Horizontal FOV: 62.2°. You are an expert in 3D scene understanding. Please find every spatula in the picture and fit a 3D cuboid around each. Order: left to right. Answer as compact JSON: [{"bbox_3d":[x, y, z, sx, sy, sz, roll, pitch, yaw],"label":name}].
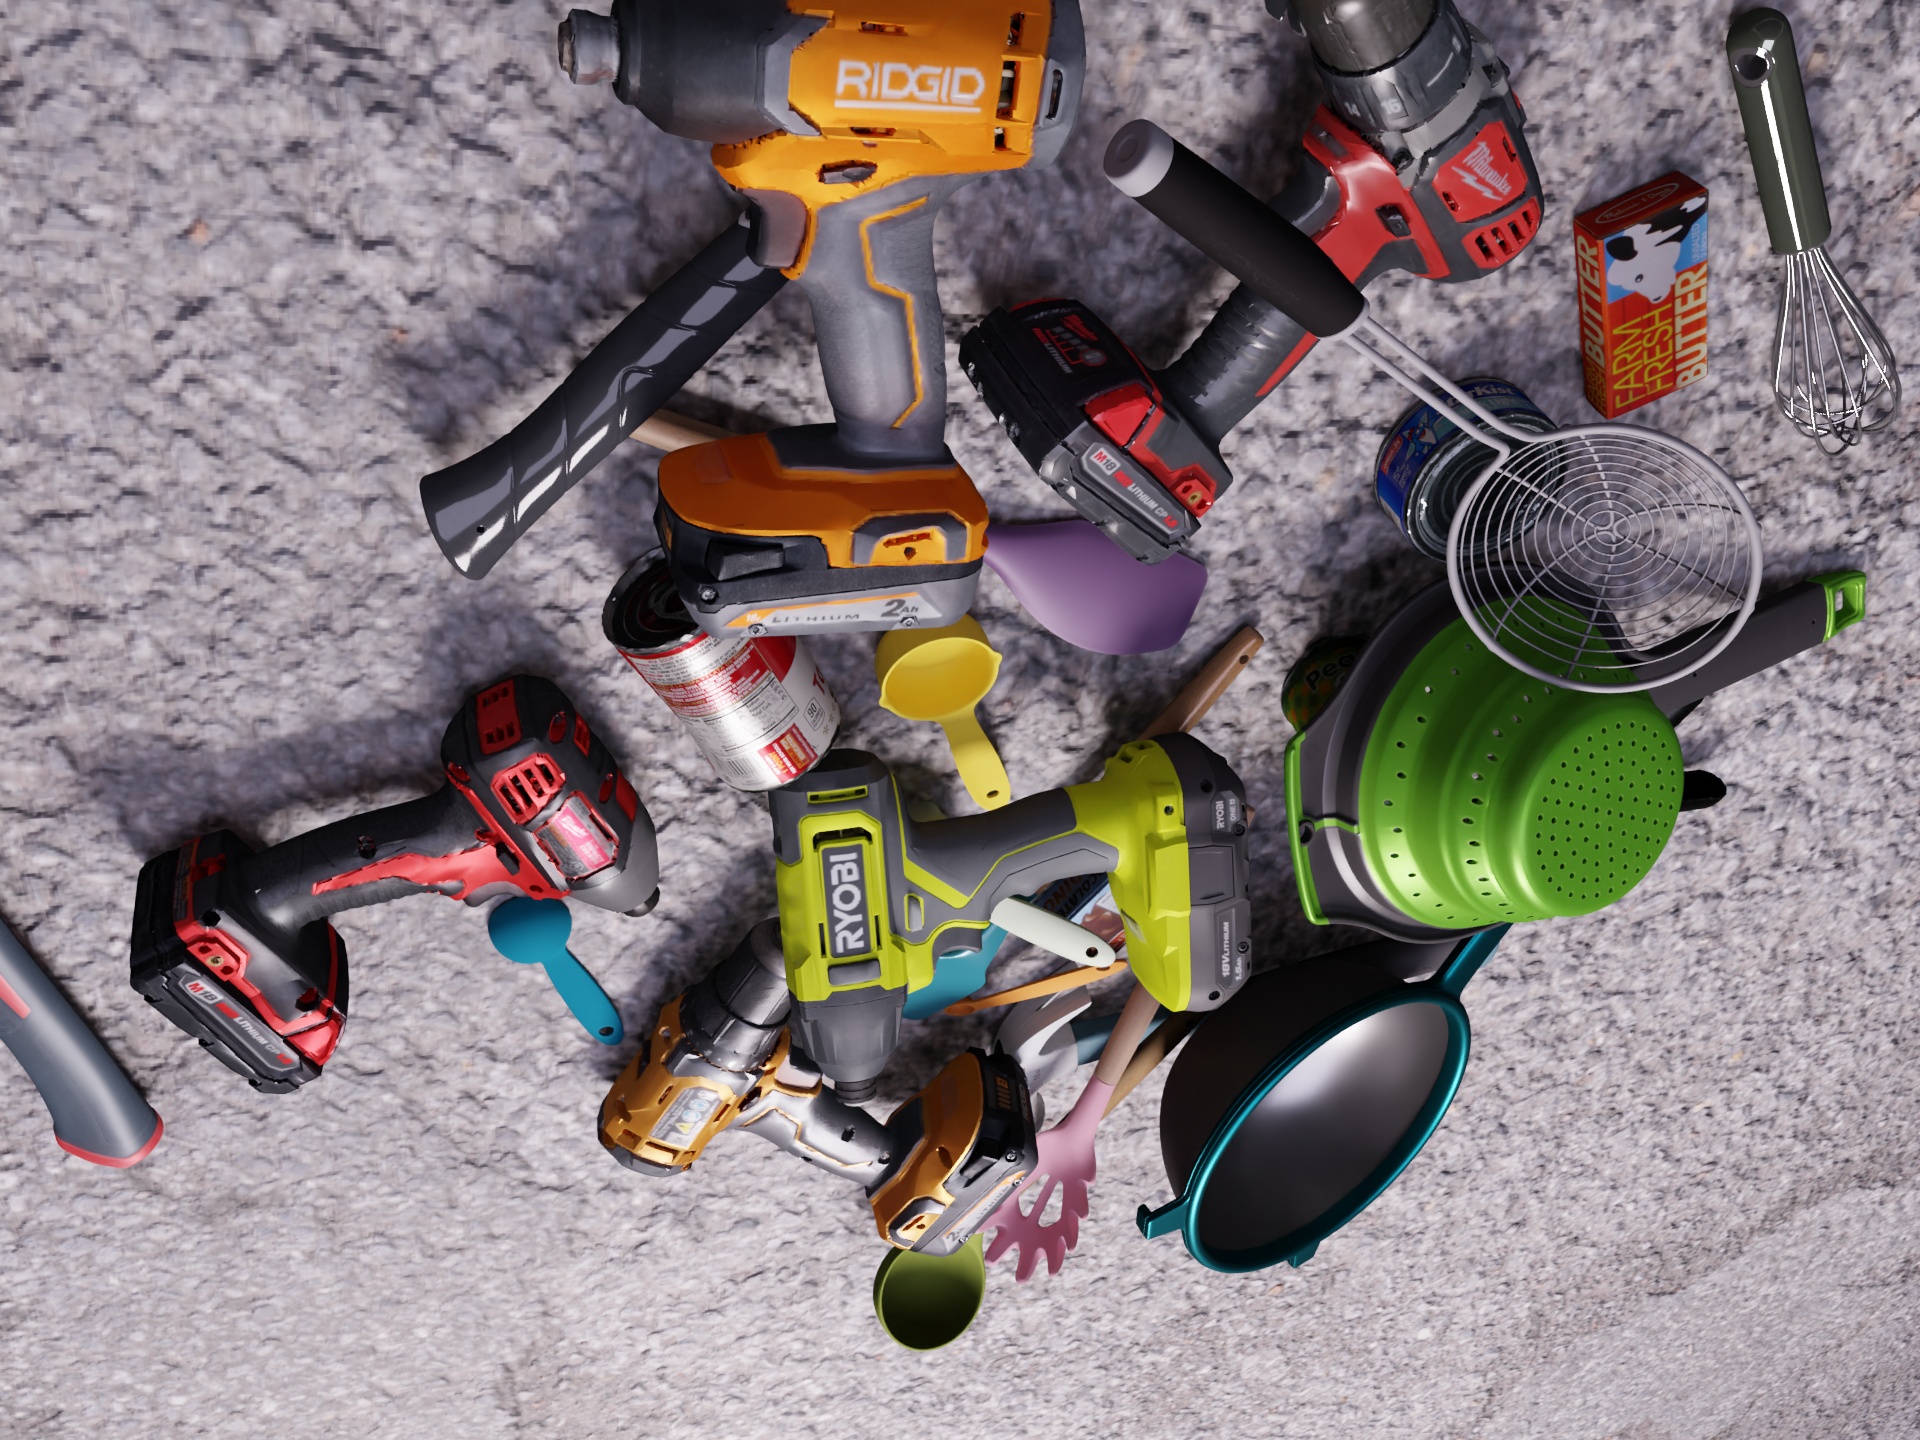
[{"bbox_3d":[-0.019,-0.088,0.708,0.315,0.018,0.059,16,104,-29],"label":"spatula"},{"bbox_3d":[0.048,0.063,0.863,0.082,0.044,0.317,29,111,-34],"label":"spatula"}]

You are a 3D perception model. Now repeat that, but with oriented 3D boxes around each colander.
[{"bbox_3d":[0.352,0.003,0.807,0.397,0.095,0.204,-21,114,-20],"label":"colander"}]

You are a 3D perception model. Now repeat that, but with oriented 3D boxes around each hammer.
[{"bbox_3d":[-0.434,0.072,0.695,0.143,0.038,0.385,-16,133,-7],"label":"hammer"},{"bbox_3d":[-0.048,-0.192,0.587,0.409,0.036,0.149,-39,132,12],"label":"hammer"},{"bbox_3d":[0.180,0.175,0.996,0.331,0.033,0.128,-13,133,-8],"label":"hammer"}]

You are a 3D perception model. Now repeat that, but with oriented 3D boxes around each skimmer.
[{"bbox_3d":[0.184,-0.106,0.606,0.363,0.090,0.127,21,145,-40],"label":"skimmer"}]

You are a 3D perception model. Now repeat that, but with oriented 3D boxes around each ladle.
[{"bbox_3d":[0.051,0.283,0.989,0.078,0.062,0.320,27,117,-25],"label":"ladle"}]

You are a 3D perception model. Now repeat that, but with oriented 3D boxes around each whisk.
[{"bbox_3d":[0.386,-0.215,0.725,0.059,0.058,0.246,-54,131,-17],"label":"whisk"}]

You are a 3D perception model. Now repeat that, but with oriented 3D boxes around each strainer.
[{"bbox_3d":[0.228,0.164,0.928,0.210,0.095,0.340,29,100,-46],"label":"strainer"}]

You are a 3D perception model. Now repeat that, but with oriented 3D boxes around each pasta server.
[{"bbox_3d":[0.094,0.187,0.921,0.060,0.040,0.316,28,105,11],"label":"pasta server"}]

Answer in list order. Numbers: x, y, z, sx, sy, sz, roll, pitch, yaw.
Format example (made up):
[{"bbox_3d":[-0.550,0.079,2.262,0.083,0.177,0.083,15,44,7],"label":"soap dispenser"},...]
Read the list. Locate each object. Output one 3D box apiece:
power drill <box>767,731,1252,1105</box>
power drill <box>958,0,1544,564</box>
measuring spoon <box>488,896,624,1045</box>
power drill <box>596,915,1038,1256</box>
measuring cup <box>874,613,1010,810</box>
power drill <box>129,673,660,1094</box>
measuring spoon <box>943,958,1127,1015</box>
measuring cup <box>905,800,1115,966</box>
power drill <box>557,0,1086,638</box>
[{"bbox_3d":[0.023,0.092,0.779,0.223,0.080,0.171,-7,102,-13],"label":"power drill"},{"bbox_3d":[0.109,-0.182,0.610,0.226,0.080,0.187,-41,145,15],"label":"power drill"},{"bbox_3d":[-0.207,0.141,0.841,0.042,0.021,0.128,-21,132,0],"label":"measuring spoon"},{"bbox_3d":[-0.066,0.205,0.895,0.226,0.084,0.185,24,120,-21],"label":"power drill"},{"bbox_3d":[-0.001,-0.003,0.793,0.062,0.029,0.156,-22,145,2],"label":"measuring cup"},{"bbox_3d":[-0.251,0.078,0.740,0.219,0.079,0.143,-26,133,0],"label":"power drill"},{"bbox_3d":[0.043,0.152,0.924,0.117,0.011,0.021,-19,147,21],"label":"measuring spoon"},{"bbox_3d":[0.009,0.102,0.833,0.167,0.038,0.083,24,108,-10],"label":"measuring cup"},{"bbox_3d":[-0.055,-0.143,0.551,0.164,0.084,0.226,-4,126,-20],"label":"power drill"}]
